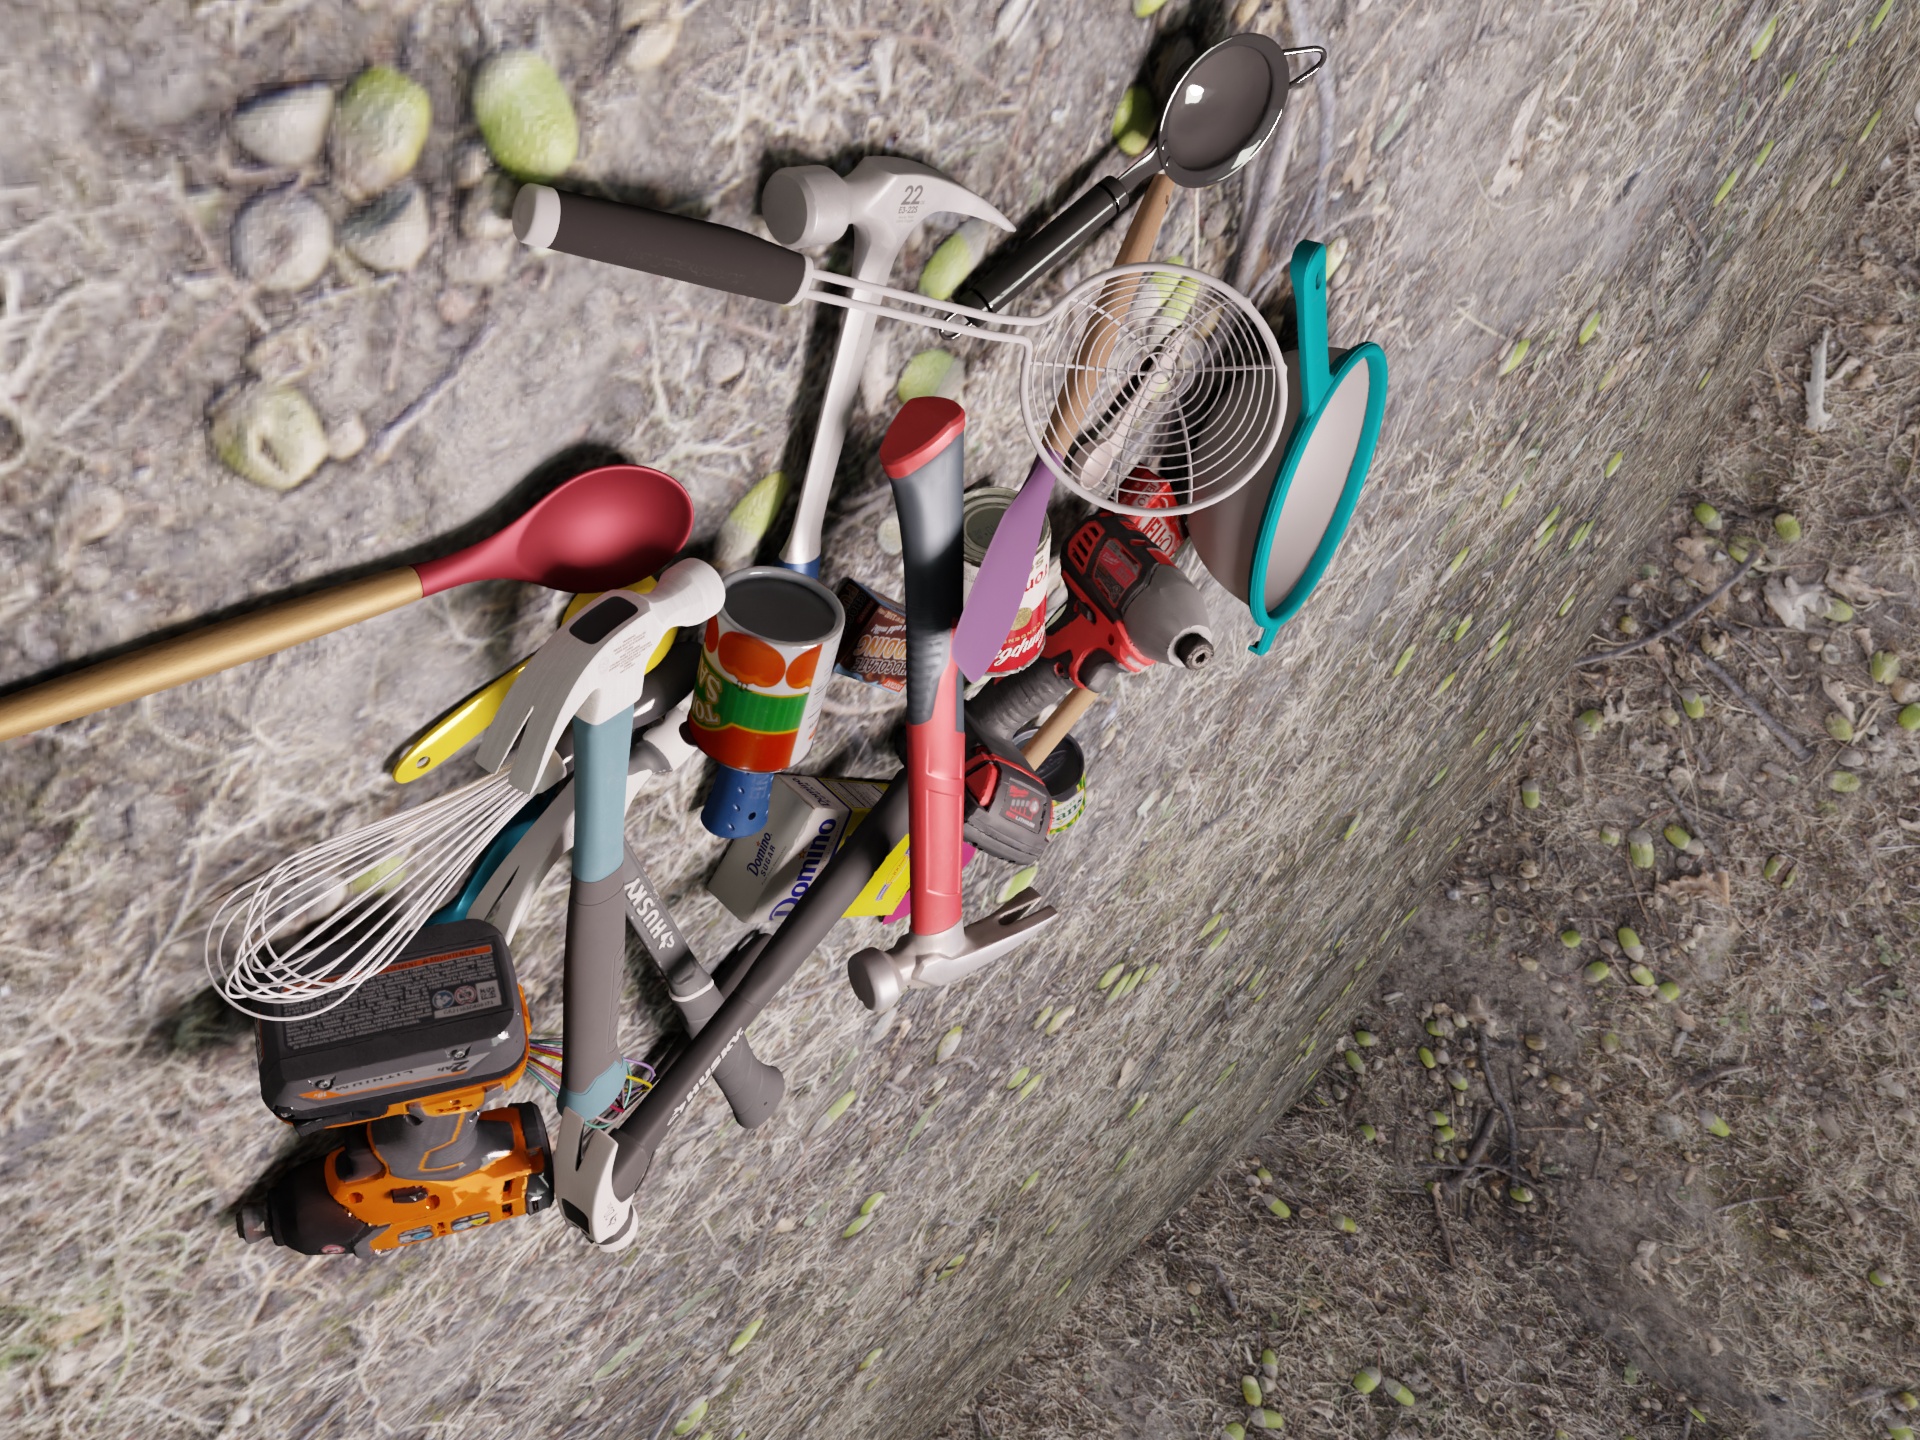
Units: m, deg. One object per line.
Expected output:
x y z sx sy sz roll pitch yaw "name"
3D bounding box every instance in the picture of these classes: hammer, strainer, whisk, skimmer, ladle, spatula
-0.119 0.153 0.940 0.335 0.035 0.146 -51 162 -28 "hammer"
-0.077 -0.098 0.837 0.144 0.035 0.405 -24 144 -43 "hammer"
0.085 -0.287 0.847 0.258 0.050 0.086 -41 148 -7 "strainer"
-0.001 -0.003 0.902 0.143 0.038 0.386 -22 132 -28 "hammer"
-0.180 0.081 0.794 0.128 0.033 0.330 -38 149 -46 "hammer"
-0.256 0.199 0.940 0.051 0.047 0.244 -59 152 -11 "whisk"
-0.009 -0.163 0.688 0.363 0.090 0.127 2 133 -39 "skimmer"
-0.244 -0.046 0.643 0.315 0.031 0.069 -26 143 -38 "ladle"
-0.227 0.039 0.760 0.284 0.070 0.070 -40 153 -32 "whisk"
-0.172 0.158 0.967 0.149 0.036 0.408 -47 150 -23 "hammer"
0.207 -0.208 1.083 0.211 0.095 0.340 -58 155 -18 "strainer"
0.059 -0.164 0.861 0.316 0.018 0.059 -68 153 -15 "spatula"
-0.198 0.246 1.090 0.239 0.055 0.055 -54 155 -3 "whisk"

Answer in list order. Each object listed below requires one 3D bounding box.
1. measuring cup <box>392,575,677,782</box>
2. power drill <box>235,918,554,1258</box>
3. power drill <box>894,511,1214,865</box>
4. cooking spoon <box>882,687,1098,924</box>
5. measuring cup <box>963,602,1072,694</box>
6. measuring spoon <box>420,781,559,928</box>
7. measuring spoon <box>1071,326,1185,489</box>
-0.198 -0.014 0.756 0.156 0.029 0.062 -41 153 -23 "measuring cup"
-0.296 0.203 0.812 0.164 0.084 0.226 -10 142 -20 "power drill"
0.068 -0.019 1.037 0.078 0.143 0.219 28 108 -42 "power drill"
0.028 0.054 1.165 0.068 0.017 0.318 -17 152 -49 "cooking spoon"
0.061 -0.040 1.138 0.167 0.038 0.083 -24 144 -41 "measuring cup"
-0.241 0.084 0.827 0.128 0.021 0.042 -55 154 9 "measuring spoon"
0.107 -0.204 1.028 0.124 0.018 0.034 -57 155 -3 "measuring spoon"
